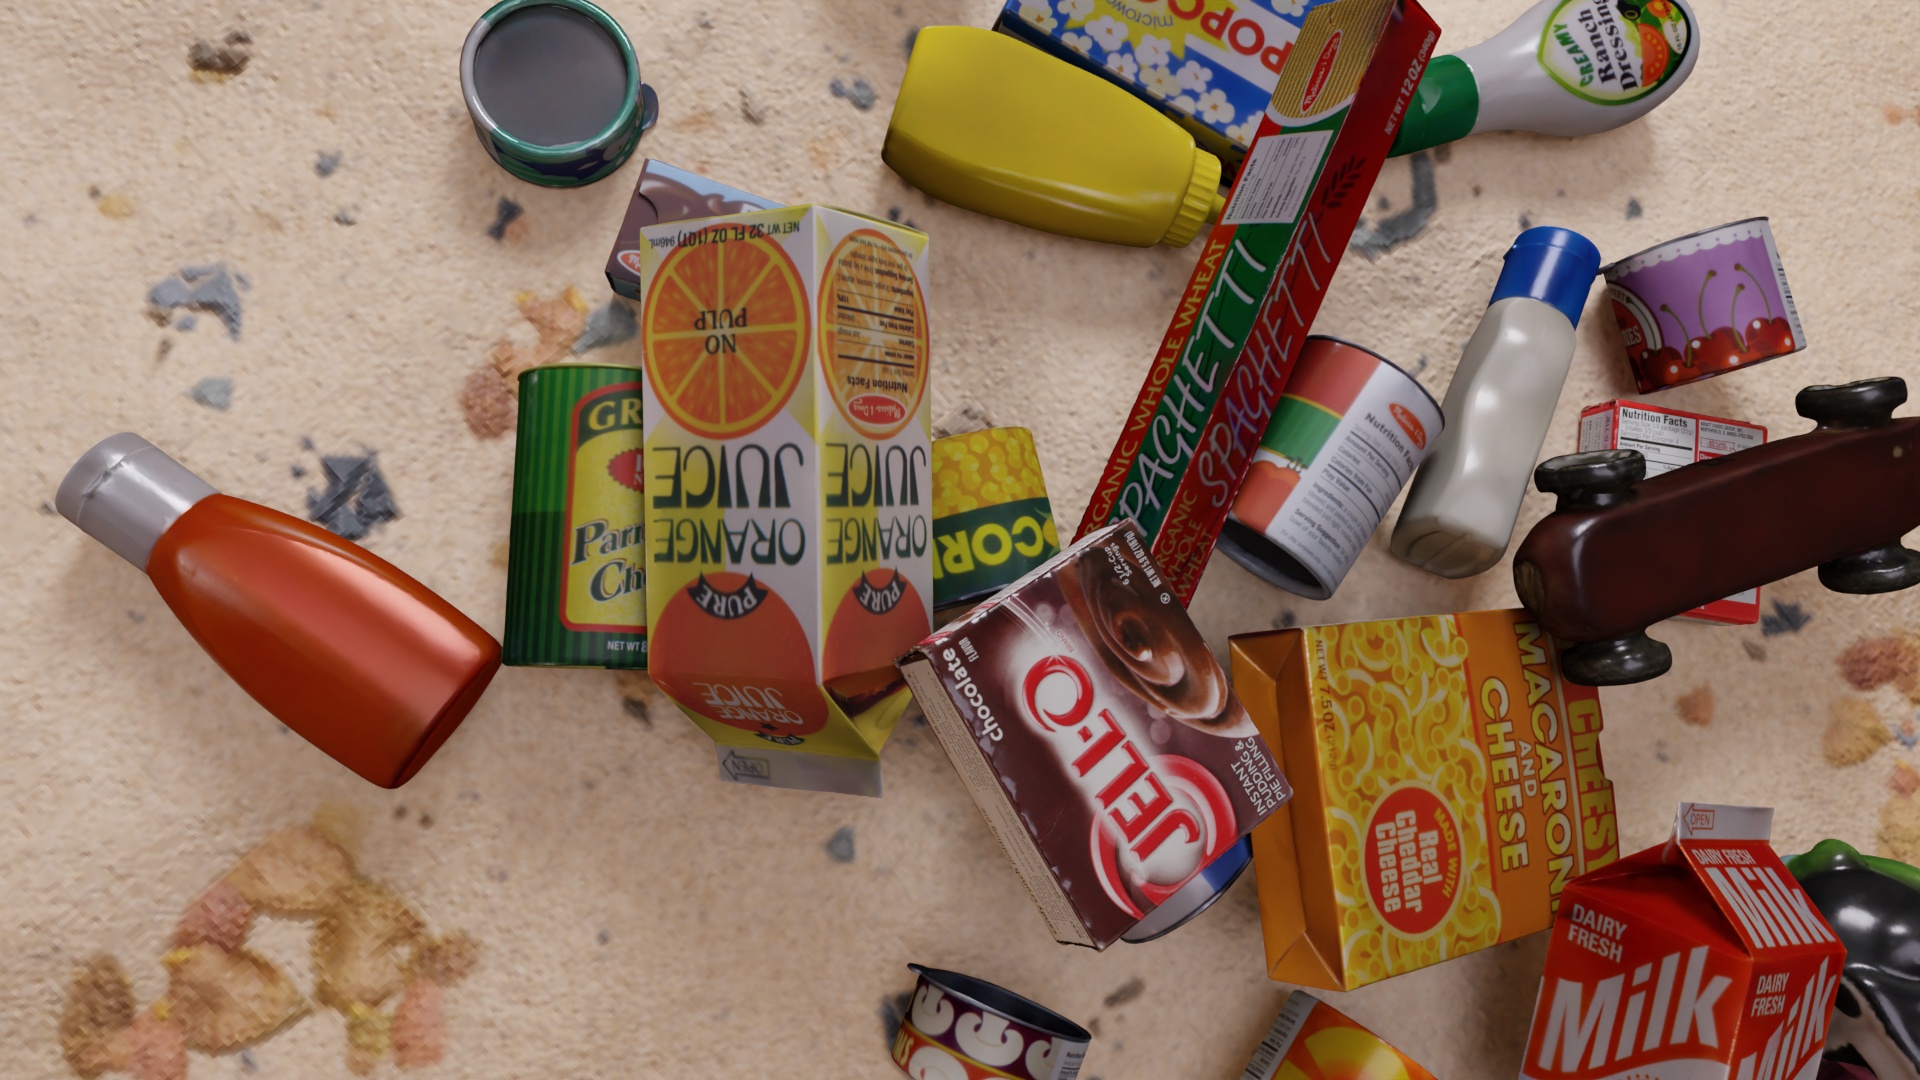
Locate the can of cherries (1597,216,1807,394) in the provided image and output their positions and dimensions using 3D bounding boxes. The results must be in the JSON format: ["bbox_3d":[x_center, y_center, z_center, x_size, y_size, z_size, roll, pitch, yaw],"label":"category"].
[{"bbox_3d":[0.313,-0.098,0.592,0.071,0.071,0.058,-15,87,-12],"label":"can of cherries"}]

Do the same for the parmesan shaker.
[{"bbox_3d":[-0.124,-0.006,0.497,0.071,0.071,0.103,2,83,-11],"label":"parmesan shaker"}]

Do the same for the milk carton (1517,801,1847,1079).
[{"bbox_3d":[0.261,0.189,0.512,0.072,0.073,0.190,10,94,-35],"label":"milk carton"}]

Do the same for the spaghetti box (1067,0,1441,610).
[{"bbox_3d":[0.109,-0.089,0.528,0.028,0.050,0.250,26,86,-31],"label":"spaghetti box"}]

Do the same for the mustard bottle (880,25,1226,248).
[{"bbox_3d":[0.050,-0.150,0.555,0.160,0.048,0.065,19,81,-9],"label":"mustard bottle"}]

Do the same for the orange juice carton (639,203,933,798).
[{"bbox_3d":[-0.057,-0.010,0.471,0.072,0.073,0.192,0,92,29],"label":"orange juice carton"}]

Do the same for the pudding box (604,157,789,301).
[{"bbox_3d":[-0.088,-0.108,0.533,0.084,0.030,0.050,17,82,-8],"label":"pudding box"}]

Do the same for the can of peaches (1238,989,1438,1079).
[{"bbox_3d":[0.141,0.212,0.519,0.071,0.071,0.058,36,78,-5],"label":"can of peaches"}]

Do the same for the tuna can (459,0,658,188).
[{"bbox_3d":[-0.151,-0.171,0.527,0.071,0.033,0.071,1,83,-10],"label":"tuna can"}]

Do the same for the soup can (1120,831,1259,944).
[{"bbox_3d":[0.061,0.095,0.520,0.071,0.071,0.084,-39,91,-12],"label":"soup can"}]

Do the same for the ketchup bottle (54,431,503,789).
[{"bbox_3d":[-0.237,0.020,0.482,0.149,0.043,0.065,37,81,-4],"label":"ketchup bottle"}]

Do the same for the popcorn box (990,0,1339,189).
[{"bbox_3d":[0.086,-0.214,0.575,0.127,0.038,0.085,28,78,-6],"label":"popcorn box"}]

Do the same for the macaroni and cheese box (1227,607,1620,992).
[{"bbox_3d":[0.181,0.090,0.525,0.167,0.040,0.124,-2,83,-33],"label":"macaroni and cheese box"}]

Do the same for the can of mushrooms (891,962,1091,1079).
[{"bbox_3d":[0.008,0.180,0.499,0.071,0.071,0.033,22,81,-8],"label":"can of mushrooms"}]

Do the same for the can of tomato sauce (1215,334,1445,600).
[{"bbox_3d":[0.138,-0.028,0.547,0.071,0.071,0.083,36,82,-5],"label":"can of tomato sauce"}]

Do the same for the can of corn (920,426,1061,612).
[{"bbox_3d":[0.002,-0.006,0.517,0.071,0.071,0.058,-13,85,-12],"label":"can of corn"}]

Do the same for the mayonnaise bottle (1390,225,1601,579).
[{"bbox_3d":[0.223,-0.059,0.572,0.041,0.064,0.148,25,76,6],"label":"mayonnaise bottle"}]

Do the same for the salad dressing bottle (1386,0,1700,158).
[{"bbox_3d":[0.244,-0.200,0.601,0.148,0.044,0.064,-18,88,-12],"label":"salad dressing bottle"}]
